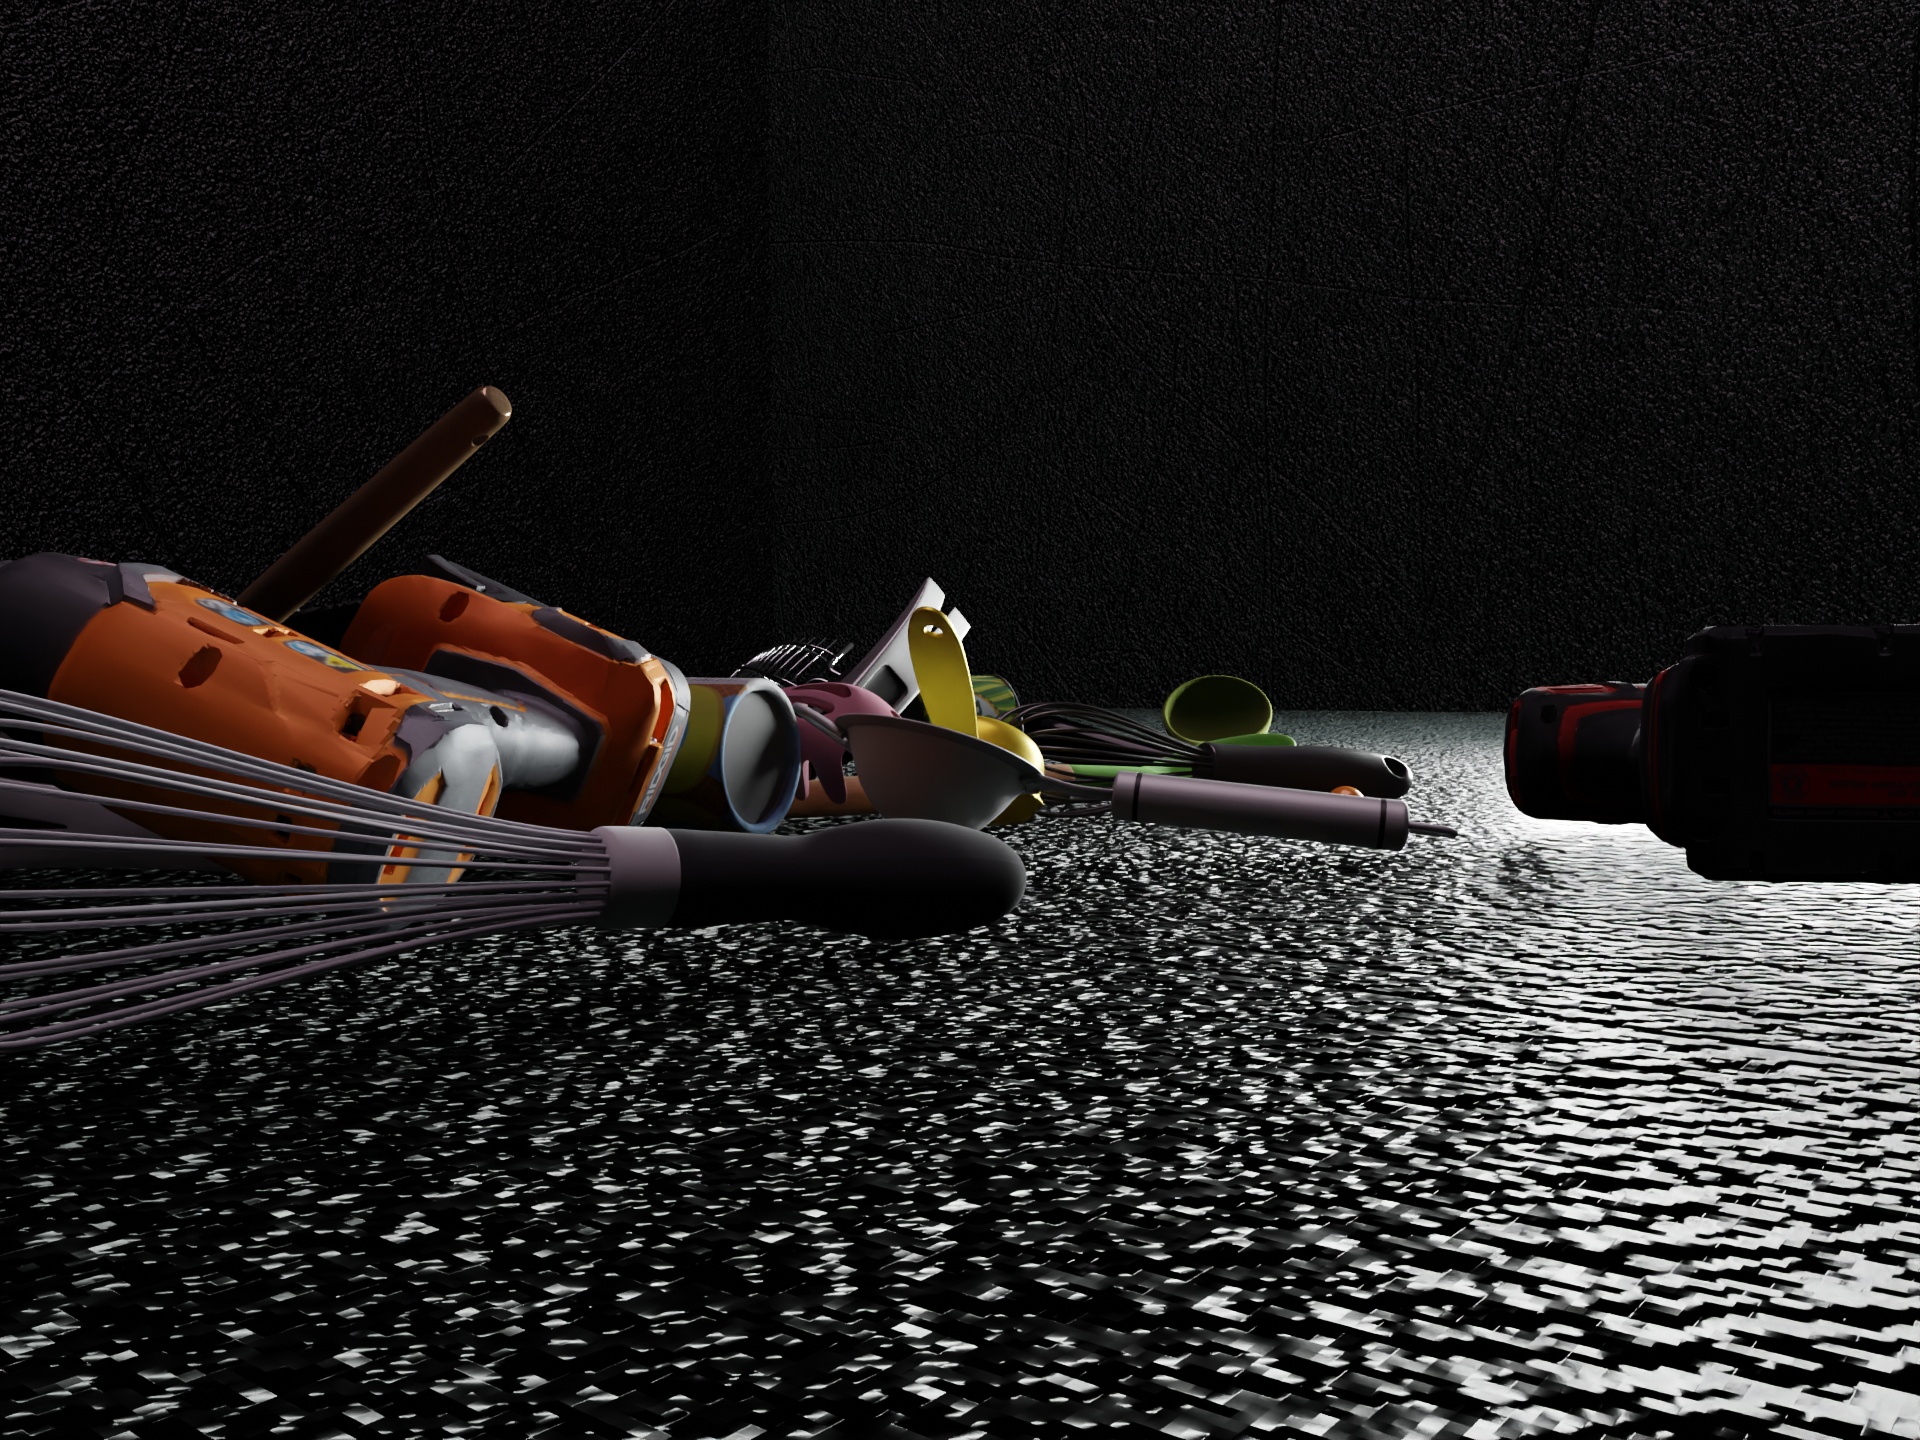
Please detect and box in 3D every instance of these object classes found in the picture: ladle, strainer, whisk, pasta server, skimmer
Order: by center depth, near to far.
[{"bbox_3d":[-0.101,0.034,0.335,0.284,0.070,0.070,5,-2,-36],"label":"whisk"},{"bbox_3d":[0.055,0.029,0.604,0.258,0.050,0.086,6,-16,12],"label":"strainer"},{"bbox_3d":[0.119,0.023,0.762,0.239,0.055,0.055,4,0,-23],"label":"whisk"},{"bbox_3d":[-0.151,0.002,0.781,0.316,0.040,0.060,2,32,40],"label":"pasta server"},{"bbox_3d":[-0.017,0.015,1.005,0.363,0.090,0.127,14,45,34],"label":"skimmer"},{"bbox_3d":[0.172,0.009,1.023,0.078,0.062,0.320,-3,4,6],"label":"ladle"}]

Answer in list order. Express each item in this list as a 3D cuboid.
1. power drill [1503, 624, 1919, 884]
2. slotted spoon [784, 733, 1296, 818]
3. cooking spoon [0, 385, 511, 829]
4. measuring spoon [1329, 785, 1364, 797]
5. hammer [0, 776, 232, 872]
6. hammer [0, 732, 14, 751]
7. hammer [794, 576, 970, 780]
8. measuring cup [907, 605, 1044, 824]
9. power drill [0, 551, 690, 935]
[{"bbox_3d":[0.316,0.013,0.585,0.188,0.080,0.226,0,-1,7],"label":"power drill"},{"bbox_3d":[0.029,0.031,0.782,0.313,0.031,0.070,-3,10,-24],"label":"slotted spoon"},{"bbox_3d":[-0.277,-0.028,0.594,0.319,0.017,0.068,-33,-12,24],"label":"cooking spoon"},{"bbox_3d":[0.159,0.038,0.726,0.021,0.011,0.117,1,2,33],"label":"measuring spoon"},{"bbox_3d":[-0.275,0.031,0.700,0.127,0.034,0.337,1,2,1],"label":"hammer"},{"bbox_3d":[-0.373,0.009,0.732,0.331,0.033,0.128,-9,0,-16],"label":"hammer"},{"bbox_3d":[-0.116,-0.002,0.920,0.146,0.035,0.335,-47,17,-24],"label":"hammer"},{"bbox_3d":[0.001,-0.007,0.638,0.062,0.029,0.156,8,-31,14],"label":"measuring cup"},{"bbox_3d":[-0.191,-0.007,0.499,0.164,0.084,0.226,24,6,7],"label":"power drill"}]
